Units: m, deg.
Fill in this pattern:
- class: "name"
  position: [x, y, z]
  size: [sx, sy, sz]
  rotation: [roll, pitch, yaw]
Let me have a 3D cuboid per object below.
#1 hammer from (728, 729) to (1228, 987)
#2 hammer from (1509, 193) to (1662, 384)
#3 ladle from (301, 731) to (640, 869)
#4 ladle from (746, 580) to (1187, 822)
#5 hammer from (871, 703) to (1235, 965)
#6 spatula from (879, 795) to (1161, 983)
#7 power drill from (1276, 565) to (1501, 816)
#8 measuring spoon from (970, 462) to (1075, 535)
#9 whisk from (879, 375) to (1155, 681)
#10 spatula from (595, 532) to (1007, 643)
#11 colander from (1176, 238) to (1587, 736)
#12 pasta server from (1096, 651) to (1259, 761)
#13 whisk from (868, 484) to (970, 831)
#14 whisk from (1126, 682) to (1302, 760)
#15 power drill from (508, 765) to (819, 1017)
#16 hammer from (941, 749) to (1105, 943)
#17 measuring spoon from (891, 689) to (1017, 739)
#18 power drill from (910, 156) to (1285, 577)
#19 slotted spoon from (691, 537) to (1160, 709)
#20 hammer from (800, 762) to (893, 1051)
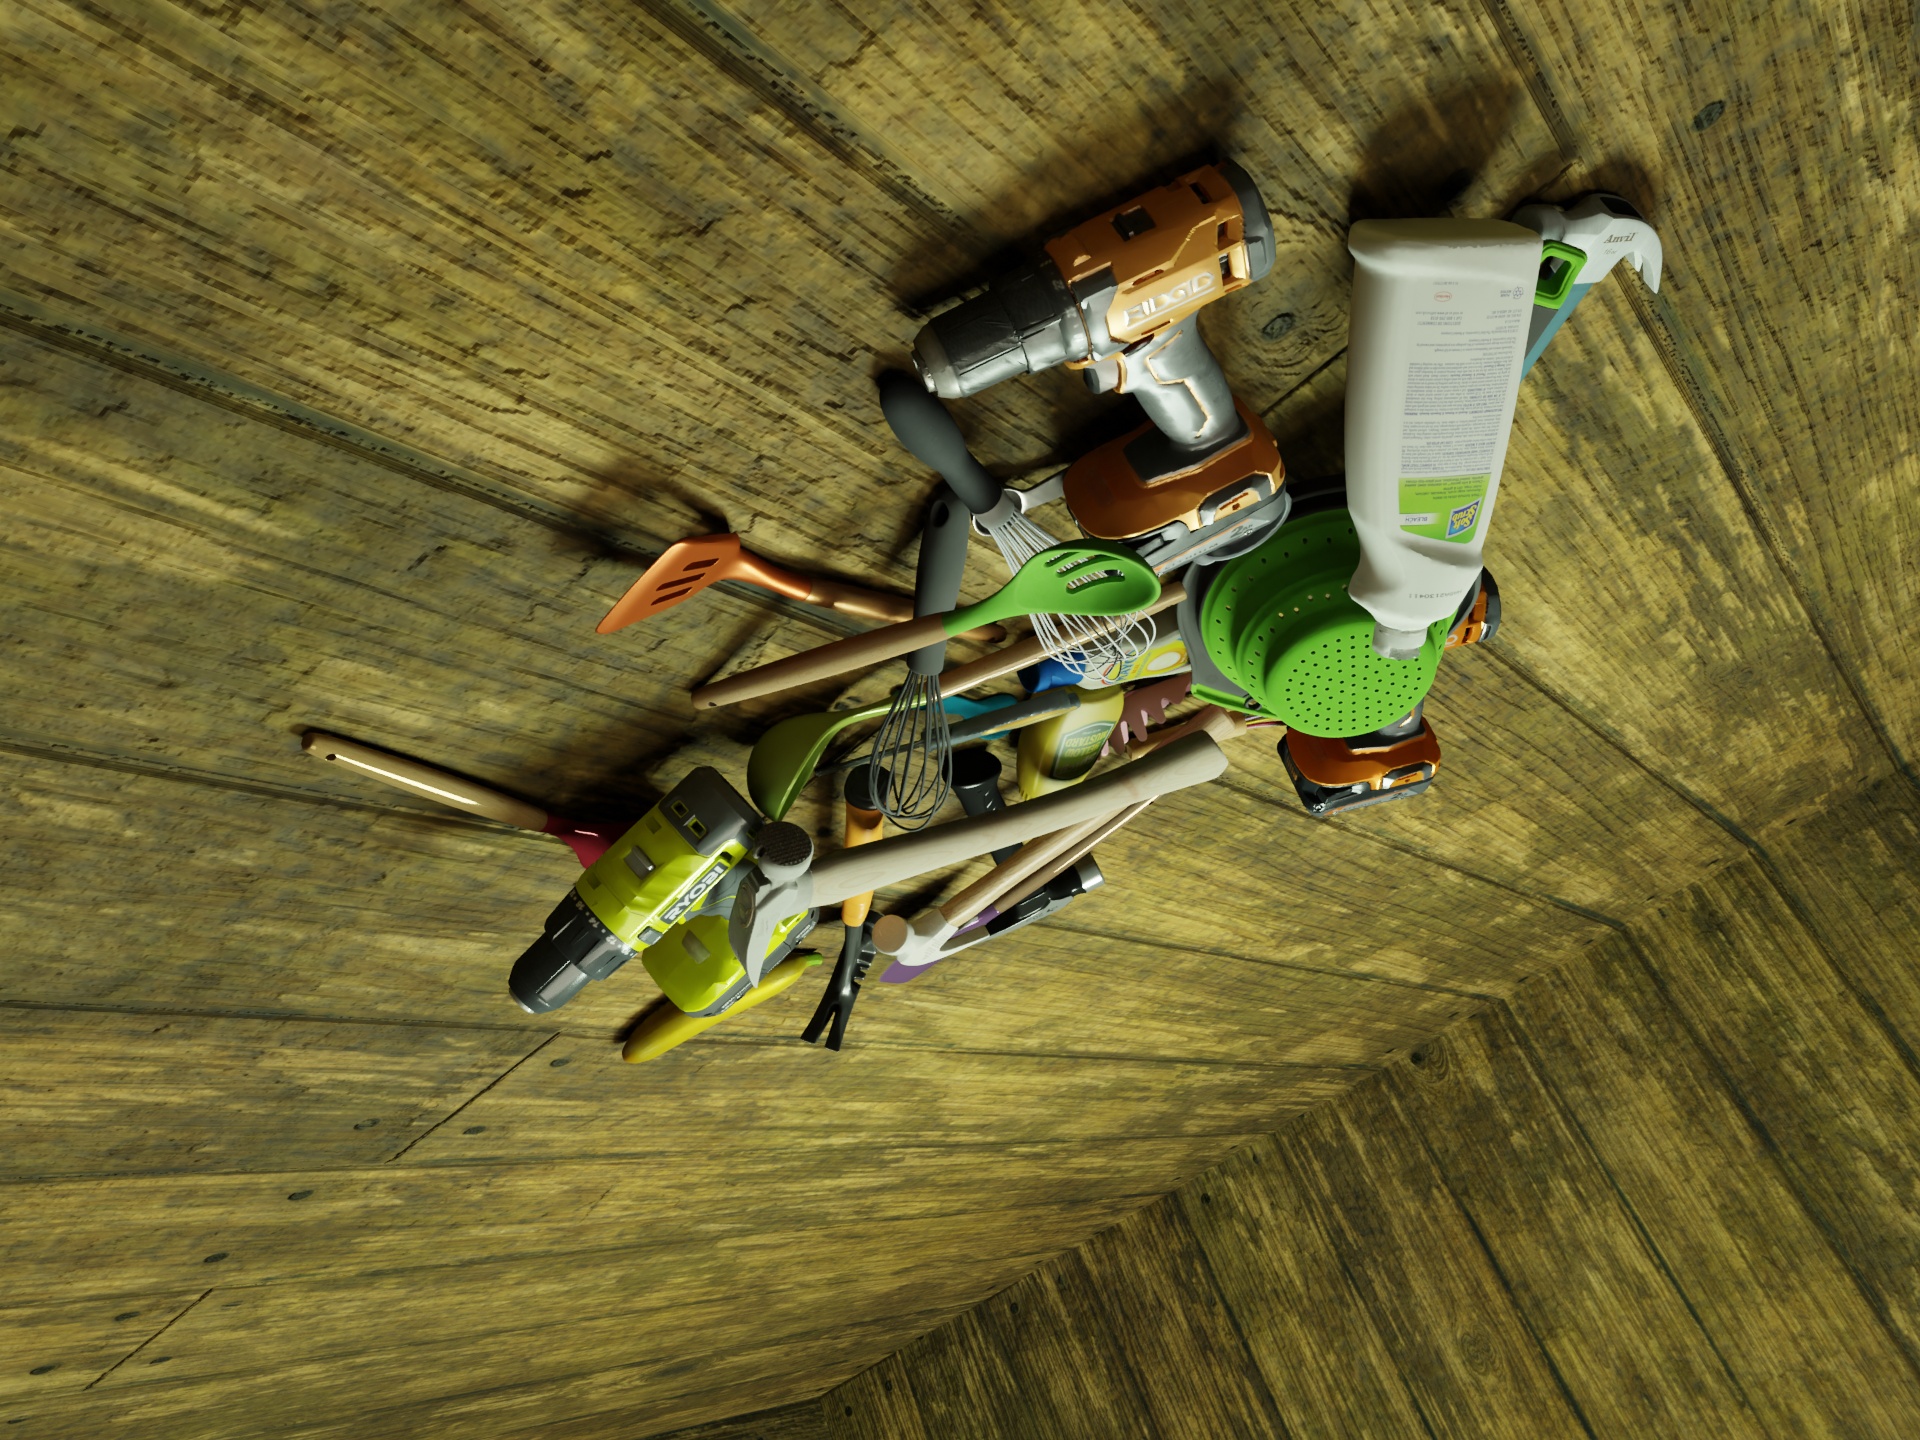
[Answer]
- class: "hammer"
  position: [0.026, 0.083, 1.146]
  size: [0.410, 0.038, 0.146]
  rotation: [-15, 145, -31]
- class: "hammer"
  position: [0.346, -0.208, 1.060]
  size: [0.128, 0.033, 0.330]
  rotation: [-11, 150, -23]
- class: "ladle"
  position: [-0.284, 0.056, 1.005]
  size: [0.069, 0.031, 0.315]
  rotation: [-36, 149, 15]
- class: "ladle"
  position: [0.006, -0.017, 1.061]
  size: [0.320, 0.062, 0.078]
  rotation: [-22, 178, 0]
- class: "hammer"
  position: [0.082, 0.093, 1.286]
  size: [0.331, 0.031, 0.130]
  rotation: [-37, 159, 5]
- class: "spatula"
  position: [0.049, 0.145, 1.368]
  size: [0.316, 0.018, 0.059]
  rotation: [-38, 150, 22]
- class: "power drill"
  position: [0.311, -0.022, 1.231]
  size: [0.164, 0.084, 0.226]
  rotation: [-12, 143, -9]
- class: "measuring spoon"
  position: [0.058, -0.147, 0.953]
  size: [0.124, 0.018, 0.034]
  rotation: [-26, 142, -14]
- class: "whisk"
  position: [0.032, -0.105, 0.920]
  size: [0.070, 0.070, 0.284]
  rotation: [-33, 138, 13]
- class: "spatula"
  position: [-0.074, -0.067, 0.948]
  size: [0.081, 0.041, 0.322]
  rotation: [-41, 150, 29]
- class: "colander"
  position: [0.278, -0.111, 1.005]
  size: [0.204, 0.095, 0.396]
  rotation: [12, 133, -15]
- class: "pasta server"
  position: [0.239, -0.046, 1.247]
  size: [0.316, 0.040, 0.060]
  rotation: [-23, -179, -9]
- class: "whisk"
  position: [-0.020, -0.033, 0.976]
  size: [0.055, 0.055, 0.238]
  rotation: [-9, 126, -28]
- class: "whisk"
  position: [0.254, -0.004, 1.334]
  size: [0.245, 0.047, 0.051]
  rotation: [-15, 139, -11]
- class: "power drill"
  position: [-0.197, 0.137, 1.096]
  size: [0.190, 0.080, 0.228]
  rotation: [-44, 160, -5]
- class: "hammer"
  position: [0.032, 0.107, 1.345]
  size: [0.146, 0.035, 0.334]
  rotation: [-26, 152, 0]
- class: "measuring spoon"
  position: [-0.002, -0.004, 1.136]
  size: [0.042, 0.021, 0.128]
  rotation: [-42, 149, 28]
- class: "power drill"
  position: [0.082, -0.170, 0.851]
  size: [0.185, 0.084, 0.226]
  rotation: [-25, 145, -1]
- class: "slotted spoon"
  position: [-0.031, -0.051, 0.928]
  size: [0.314, 0.031, 0.070]
  rotation: [-16, 145, 26]
- class: "hammer"
  position: [-0.082, 0.138, 1.220]
  size: [0.034, 0.127, 0.336]
  rotation: [19, 148, 5]
